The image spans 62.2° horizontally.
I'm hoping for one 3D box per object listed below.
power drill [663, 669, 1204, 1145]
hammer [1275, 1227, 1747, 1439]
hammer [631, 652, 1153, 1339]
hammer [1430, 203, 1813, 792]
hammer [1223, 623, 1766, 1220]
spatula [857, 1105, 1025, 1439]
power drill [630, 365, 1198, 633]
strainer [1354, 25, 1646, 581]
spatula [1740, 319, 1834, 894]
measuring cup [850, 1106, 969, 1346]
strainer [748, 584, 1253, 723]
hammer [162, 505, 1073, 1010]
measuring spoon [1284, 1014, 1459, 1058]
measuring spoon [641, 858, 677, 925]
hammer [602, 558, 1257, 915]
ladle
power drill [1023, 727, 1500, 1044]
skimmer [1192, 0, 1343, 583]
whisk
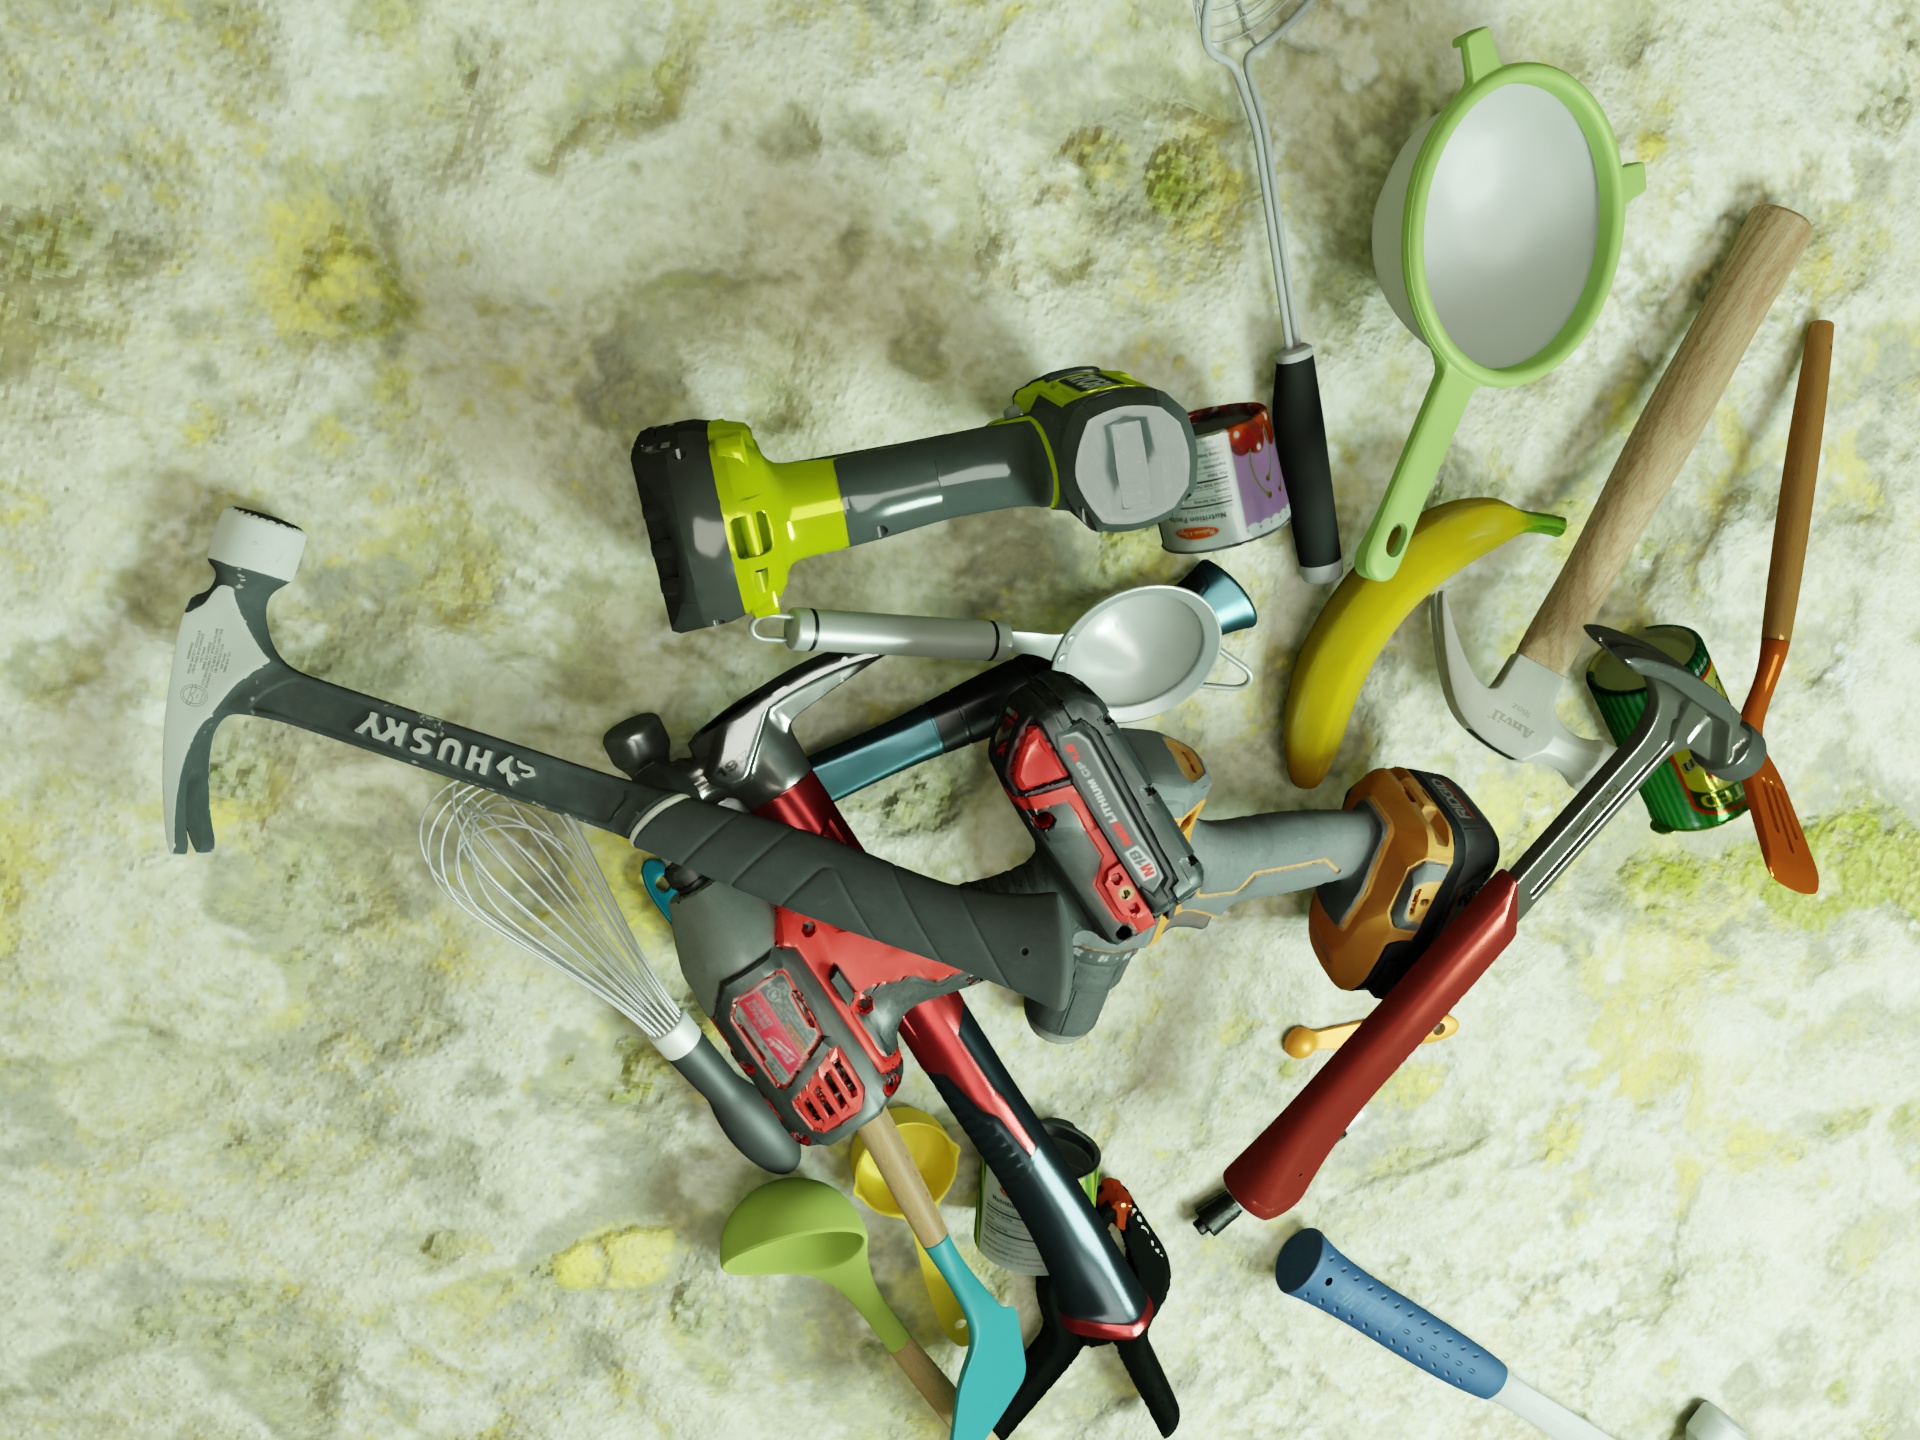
[{"bbox_3d":[-0.018,0.076,0.707,0.219,0.078,0.143,-33,101,-2],"label":"power drill"},{"bbox_3d":[0.350,0.439,1.034,0.405,0.035,0.144,36,92,-23],"label":"hammer"},{"bbox_3d":[0.004,0.146,0.786,0.143,0.038,0.386,-34,105,-8],"label":"hammer"},{"bbox_3d":[0.366,-0.130,0.864,0.130,0.031,0.331,29,89,4],"label":"hammer"},{"bbox_3d":[0.250,0.117,0.810,0.149,0.037,0.359,24,110,-37],"label":"hammer"},{"bbox_3d":[-0.033,0.250,0.828,0.082,0.044,0.317,-39,109,-46],"label":"spatula"},{"bbox_3d":[-0.024,-0.109,0.703,0.223,0.171,0.080,-12,108,-5],"label":"power drill"},{"bbox_3d":[0.236,-0.195,0.794,0.151,0.069,0.256,19,95,-34],"label":"strainer"},{"bbox_3d":[0.466,-0.067,0.882,0.081,0.041,0.323,15,83,-44],"label":"spatula"},{"bbox_3d":[-0.020,0.281,0.881,0.062,0.029,0.156,-21,113,-11],"label":"measuring cup"},{"bbox_3d":[0.023,-0.039,0.742,0.258,0.050,0.086,2,131,-28],"label":"strainer"},{"bbox_3d":[-0.146,0.040,0.663,0.409,0.036,0.149,18,89,7],"label":"hammer"},{"bbox_3d":[0.247,0.188,0.944,0.117,0.011,0.021,-2,106,-17],"label":"measuring spoon"},{"bbox_3d":[-0.124,0.122,0.811,0.042,0.021,0.128,-44,106,-32],"label":"measuring spoon"},{"bbox_3d":[-0.001,-0.003,0.803,0.331,0.033,0.128,-24,110,-10],"label":"hammer"},{"bbox_3d":[-0.022,0.370,0.875,0.078,0.062,0.320,-27,110,21],"label":"ladle"},{"bbox_3d":[0.148,0.100,0.846,0.226,0.084,0.185,6,121,-18],"label":"power drill"},{"bbox_3d":[0.177,-0.237,0.761,0.127,0.090,0.363,-33,119,-41],"label":"skimmer"},{"bbox_3d":[-0.159,0.132,0.782,0.070,0.070,0.284,-37,117,-4],"label":"whisk"}]
